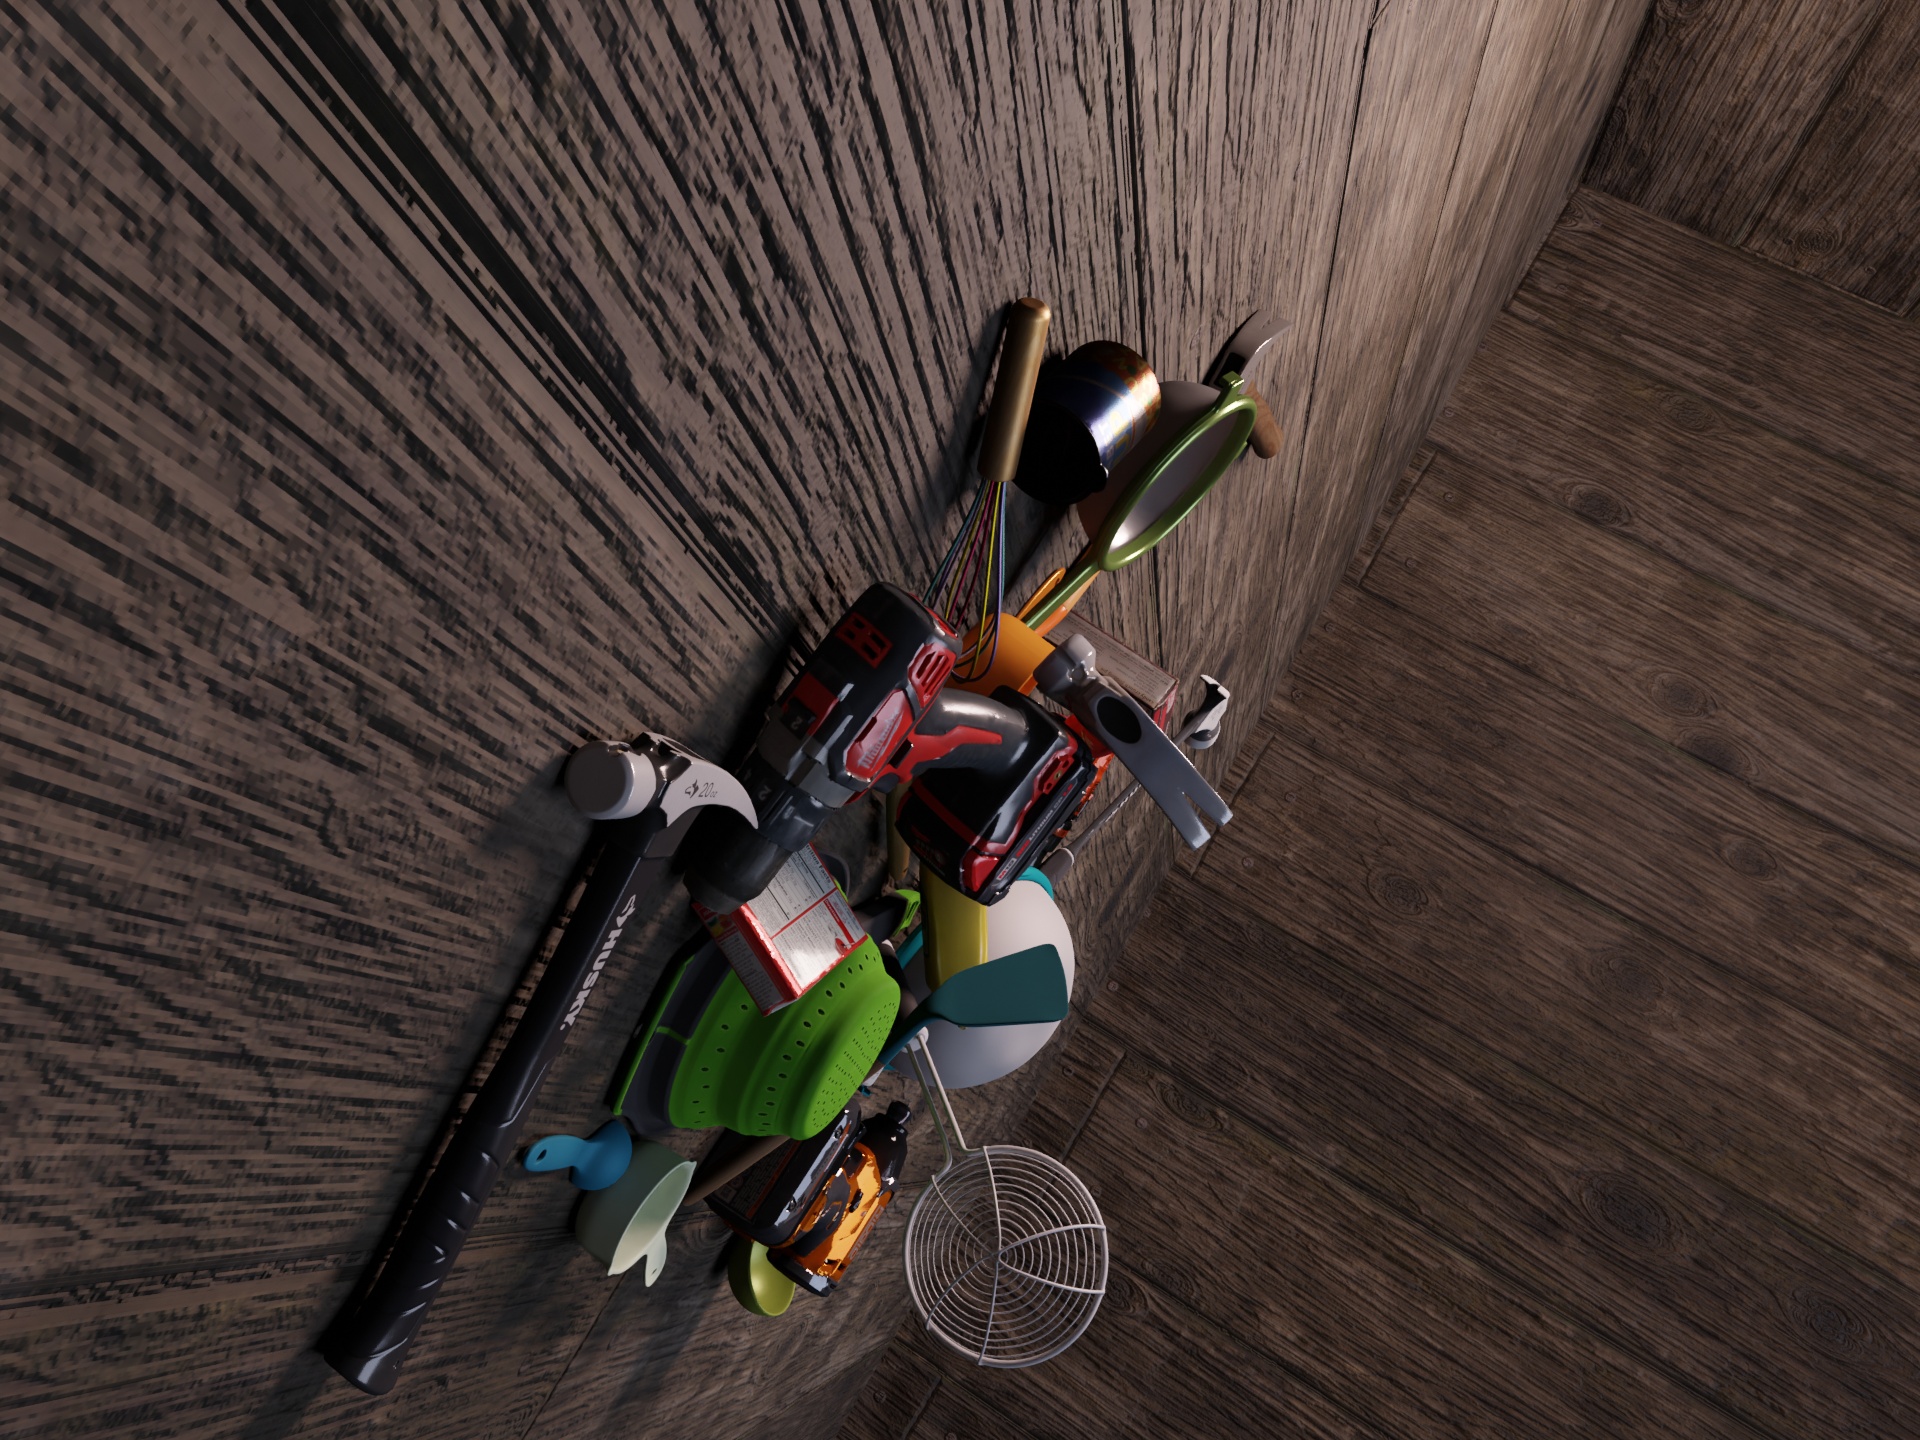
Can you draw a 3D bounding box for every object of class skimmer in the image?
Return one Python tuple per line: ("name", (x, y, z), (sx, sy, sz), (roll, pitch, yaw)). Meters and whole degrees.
("skimmer", (-0.007, 0.273, 1.086), (0.127, 0.364, 0.090), (-30, 118, -1))

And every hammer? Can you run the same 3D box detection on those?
("hammer", (0.262, -0.280, 1.427), (0.130, 0.031, 0.331), (-62, 166, 8))
("hammer", (0.105, 0.112, 1.424), (0.409, 0.036, 0.149), (-45, 166, -17))
("hammer", (0.098, 0.022, 1.107), (0.038, 0.143, 0.386), (-41, 178, -3))
("hammer", (-0.196, 0.158, 0.719), (0.335, 0.035, 0.146), (-62, 165, 5))

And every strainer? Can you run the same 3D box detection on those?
("strainer", (0.087, -0.140, 1.074), (0.256, 0.069, 0.151), (-44, 167, 3))
("strainer", (0.042, 0.179, 1.268), (0.211, 0.095, 0.340), (-19, 138, -42))

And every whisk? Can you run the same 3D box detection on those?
("whisk", (0.013, -0.122, 0.892), (0.047, 0.051, 0.244), (-76, 179, -52))

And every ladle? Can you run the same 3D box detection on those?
("ladle", (-0.039, 0.027, 0.992), (0.069, 0.031, 0.315), (-48, 161, -26))
("ladle", (-0.111, 0.350, 1.333), (0.320, 0.062, 0.078), (-64, 157, 5))

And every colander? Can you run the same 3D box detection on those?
("colander", (-0.075, 0.178, 1.043), (0.204, 0.094, 0.397), (-64, 165, 13))

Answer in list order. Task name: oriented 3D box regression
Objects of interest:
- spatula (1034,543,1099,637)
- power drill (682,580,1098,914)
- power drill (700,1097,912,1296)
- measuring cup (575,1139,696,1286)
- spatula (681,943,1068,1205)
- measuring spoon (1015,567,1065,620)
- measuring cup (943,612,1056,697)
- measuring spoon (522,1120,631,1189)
("spatula", (0.093, -0.095, 1.193), (0.323, 0.041, 0.081), (-54, 170, -28))
("power drill", (-0.037, 0.038, 0.865), (0.188, 0.080, 0.226), (-53, 148, 5))
("power drill", (-0.105, 0.343, 1.225), (0.164, 0.084, 0.226), (-55, 155, -19))
("measuring cup", (-0.204, 0.314, 0.989), (0.083, 0.038, 0.167), (-50, 164, -34))
("spatula", (-0.066, 0.248, 1.074), (0.317, 0.044, 0.082), (-38, -156, 15))
("measuring spoon", (0.048, -0.072, 1.142), (0.117, 0.011, 0.021), (-51, 163, -33))
("measuring cup", (-0.002, -0.003, 1.048), (0.095, 0.052, 0.173), (-45, 174, -44))
("measuring spoon", (-0.206, 0.240, 0.865), (0.042, 0.021, 0.128), (-58, 166, -9))
